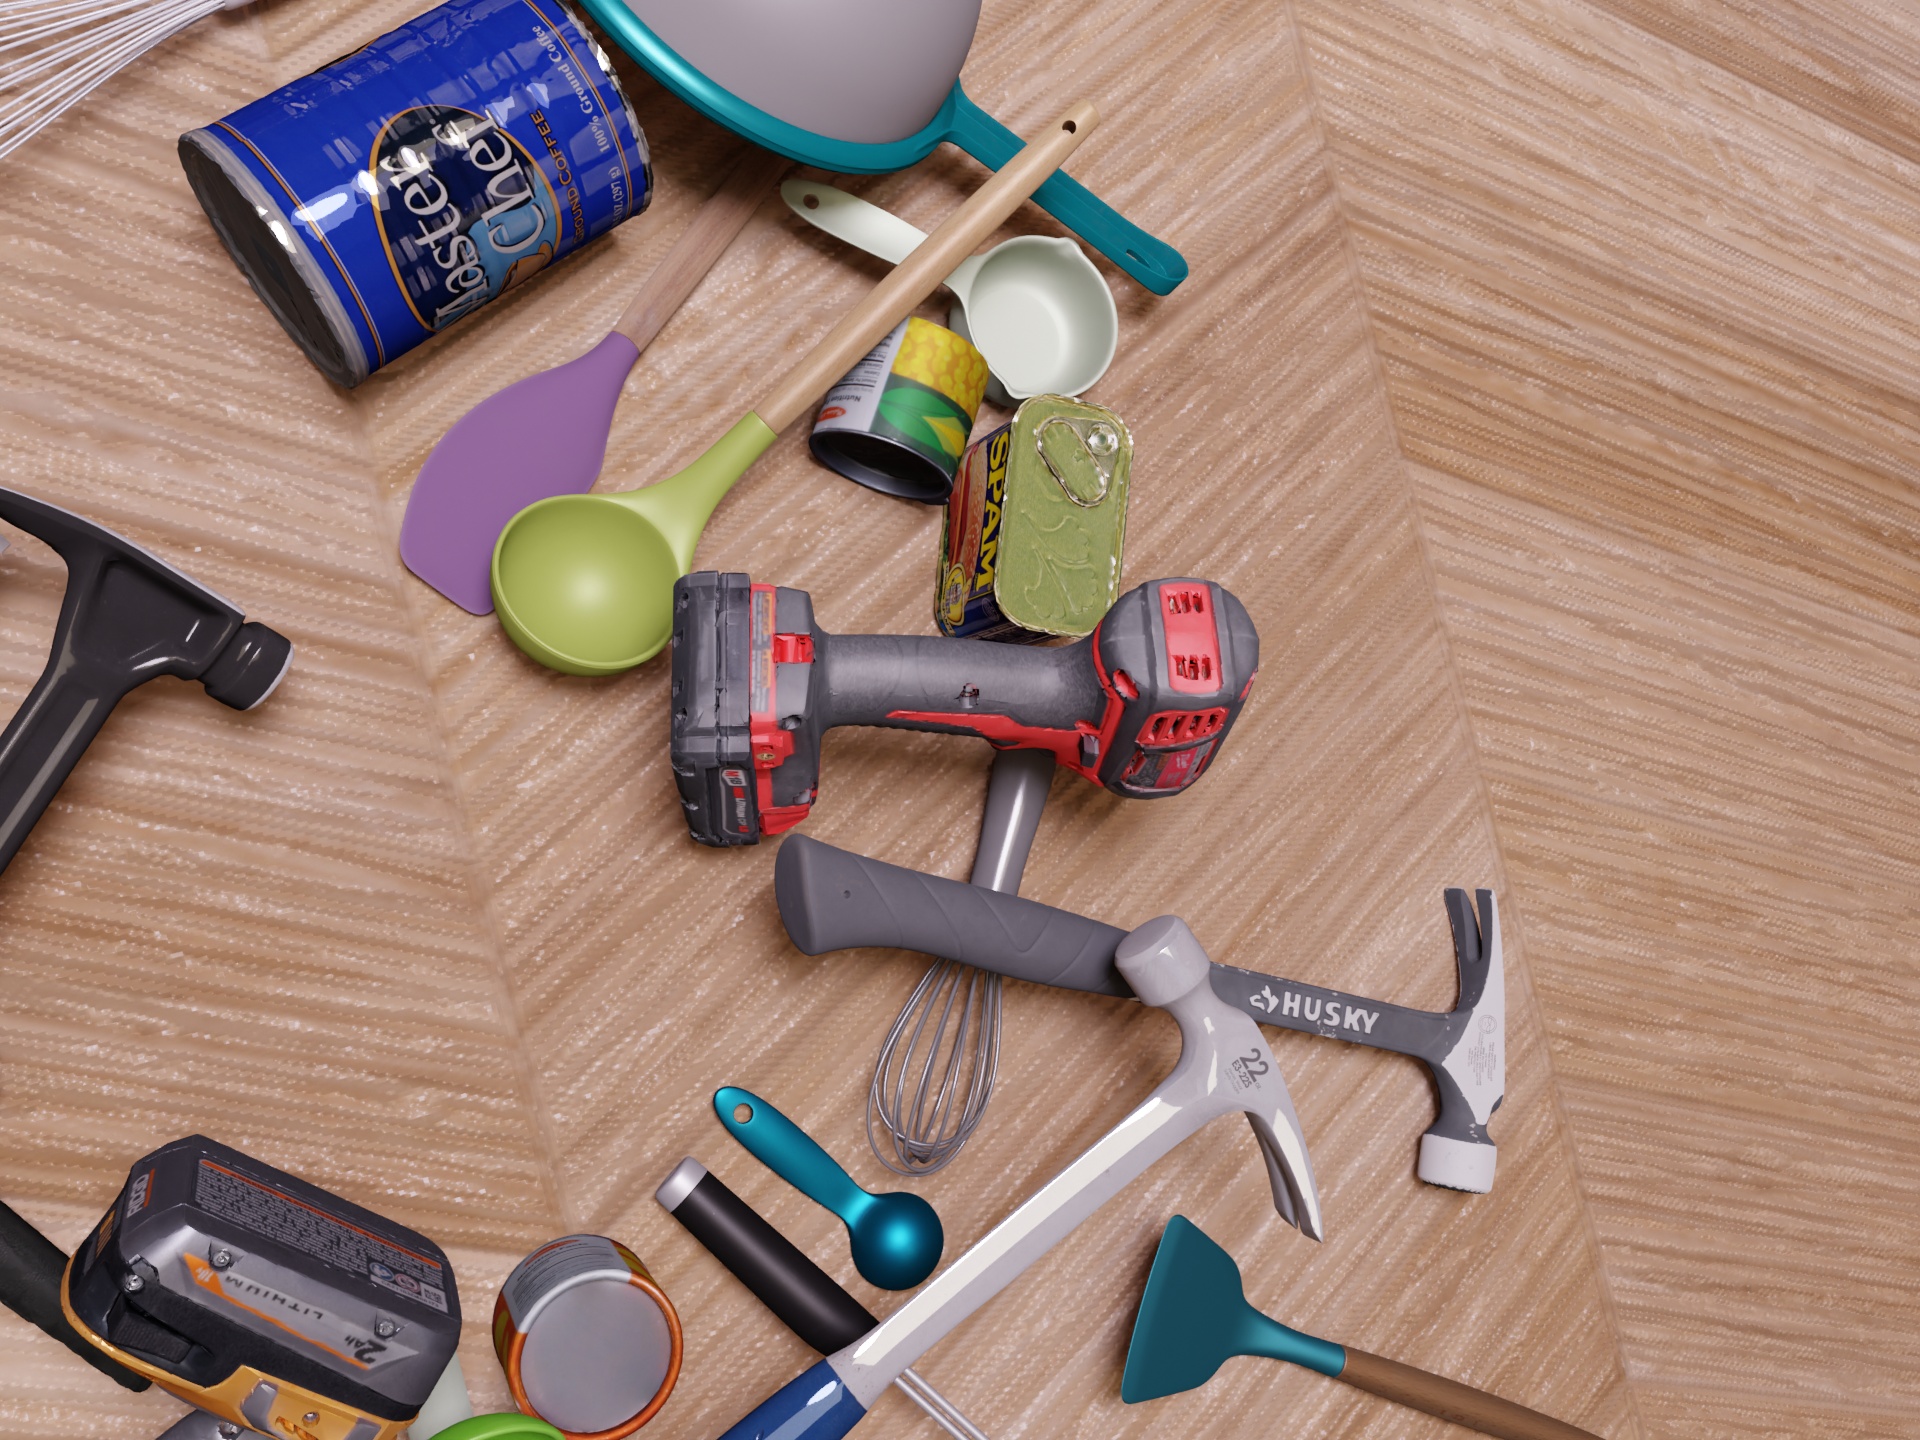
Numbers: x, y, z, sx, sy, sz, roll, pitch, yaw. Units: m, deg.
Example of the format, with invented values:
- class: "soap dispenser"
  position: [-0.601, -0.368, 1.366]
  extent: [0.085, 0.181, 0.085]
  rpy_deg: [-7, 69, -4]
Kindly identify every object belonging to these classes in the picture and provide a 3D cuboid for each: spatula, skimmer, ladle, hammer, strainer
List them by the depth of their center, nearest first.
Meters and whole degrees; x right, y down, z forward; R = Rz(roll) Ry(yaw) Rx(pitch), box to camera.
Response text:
- class: "hammer"
  position: [-0.358, 0.085, 0.509]
  extent: [0.127, 0.034, 0.337]
  rpy_deg: [39, 71, -39]
- class: "hammer"
  position: [-0.031, 0.252, 0.609]
  extent: [0.405, 0.035, 0.144]
  rpy_deg: [-36, 98, -14]
- class: "ladle"
  position: [-0.061, -0.140, 0.642]
  extent: [0.320, 0.062, 0.078]
  rpy_deg: [-44, 95, 0]
- class: "strainer"
  position: [-0.013, -0.302, 0.659]
  extent: [0.340, 0.095, 0.211]
  rpy_deg: [31, 47, -22]
- class: "spatula"
  position: [-0.131, -0.183, 0.683]
  extent: [0.059, 0.018, 0.316]
  rpy_deg: [40, 73, -21]
- class: "skimmer"
  position: [0.026, 0.295, 0.684]
  extent: [0.363, 0.127, 0.090]
  rpy_deg: [42, 34, -1]
- class: "hammer"
  position: [0.102, 0.111, 0.709]
  extent: [0.408, 0.036, 0.149]
  rpy_deg: [18, 77, -29]
- class: "spatula"
  position: [0.206, 0.318, 0.761]
  extent: [0.317, 0.044, 0.082]
  rpy_deg: [25, 74, -19]

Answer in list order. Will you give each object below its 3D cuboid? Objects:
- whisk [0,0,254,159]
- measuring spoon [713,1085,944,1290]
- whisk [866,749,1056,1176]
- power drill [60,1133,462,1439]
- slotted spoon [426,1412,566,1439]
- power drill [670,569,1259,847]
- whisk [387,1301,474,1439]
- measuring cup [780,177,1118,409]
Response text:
- class: "whisk"
  position: [-0.308, -0.273, 0.604]
  extent: [0.284, 0.070, 0.070]
  rpy_deg: [-37, 99, -25]
- class: "measuring spoon"
  position: [-0.055, 0.199, 0.678]
  extent: [0.128, 0.021, 0.042]
  rpy_deg: [44, 72, -15]
- class: "whisk"
  position: [0.009, 0.082, 0.705]
  extent: [0.055, 0.055, 0.239]
  rpy_deg: [21, 74, -19]
- class: "power drill"
  position: [-0.299, 0.254, 0.525]
  extent: [0.185, 0.084, 0.226]
  rpy_deg: [36, 86, -25]
- class: "slotted spoon"
  position: [-0.248, 0.369, 0.558]
  extent: [0.314, 0.031, 0.070]
  rpy_deg: [-54, 138, -4]
- class: "power drill"
  position: [-0.001, -0.002, 0.639]
  extent: [0.219, 0.143, 0.079]
  rpy_deg: [-1, 67, -5]
- class: "whisk"
  position: [-0.185, 0.319, 0.610]
  extent: [0.059, 0.058, 0.246]
  rpy_deg: [-13, 87, -56]
- class: "measuring cup"
  position: [-0.009, -0.198, 0.724]
  extent: [0.167, 0.038, 0.083]
  rpy_deg: [23, 78, -16]
